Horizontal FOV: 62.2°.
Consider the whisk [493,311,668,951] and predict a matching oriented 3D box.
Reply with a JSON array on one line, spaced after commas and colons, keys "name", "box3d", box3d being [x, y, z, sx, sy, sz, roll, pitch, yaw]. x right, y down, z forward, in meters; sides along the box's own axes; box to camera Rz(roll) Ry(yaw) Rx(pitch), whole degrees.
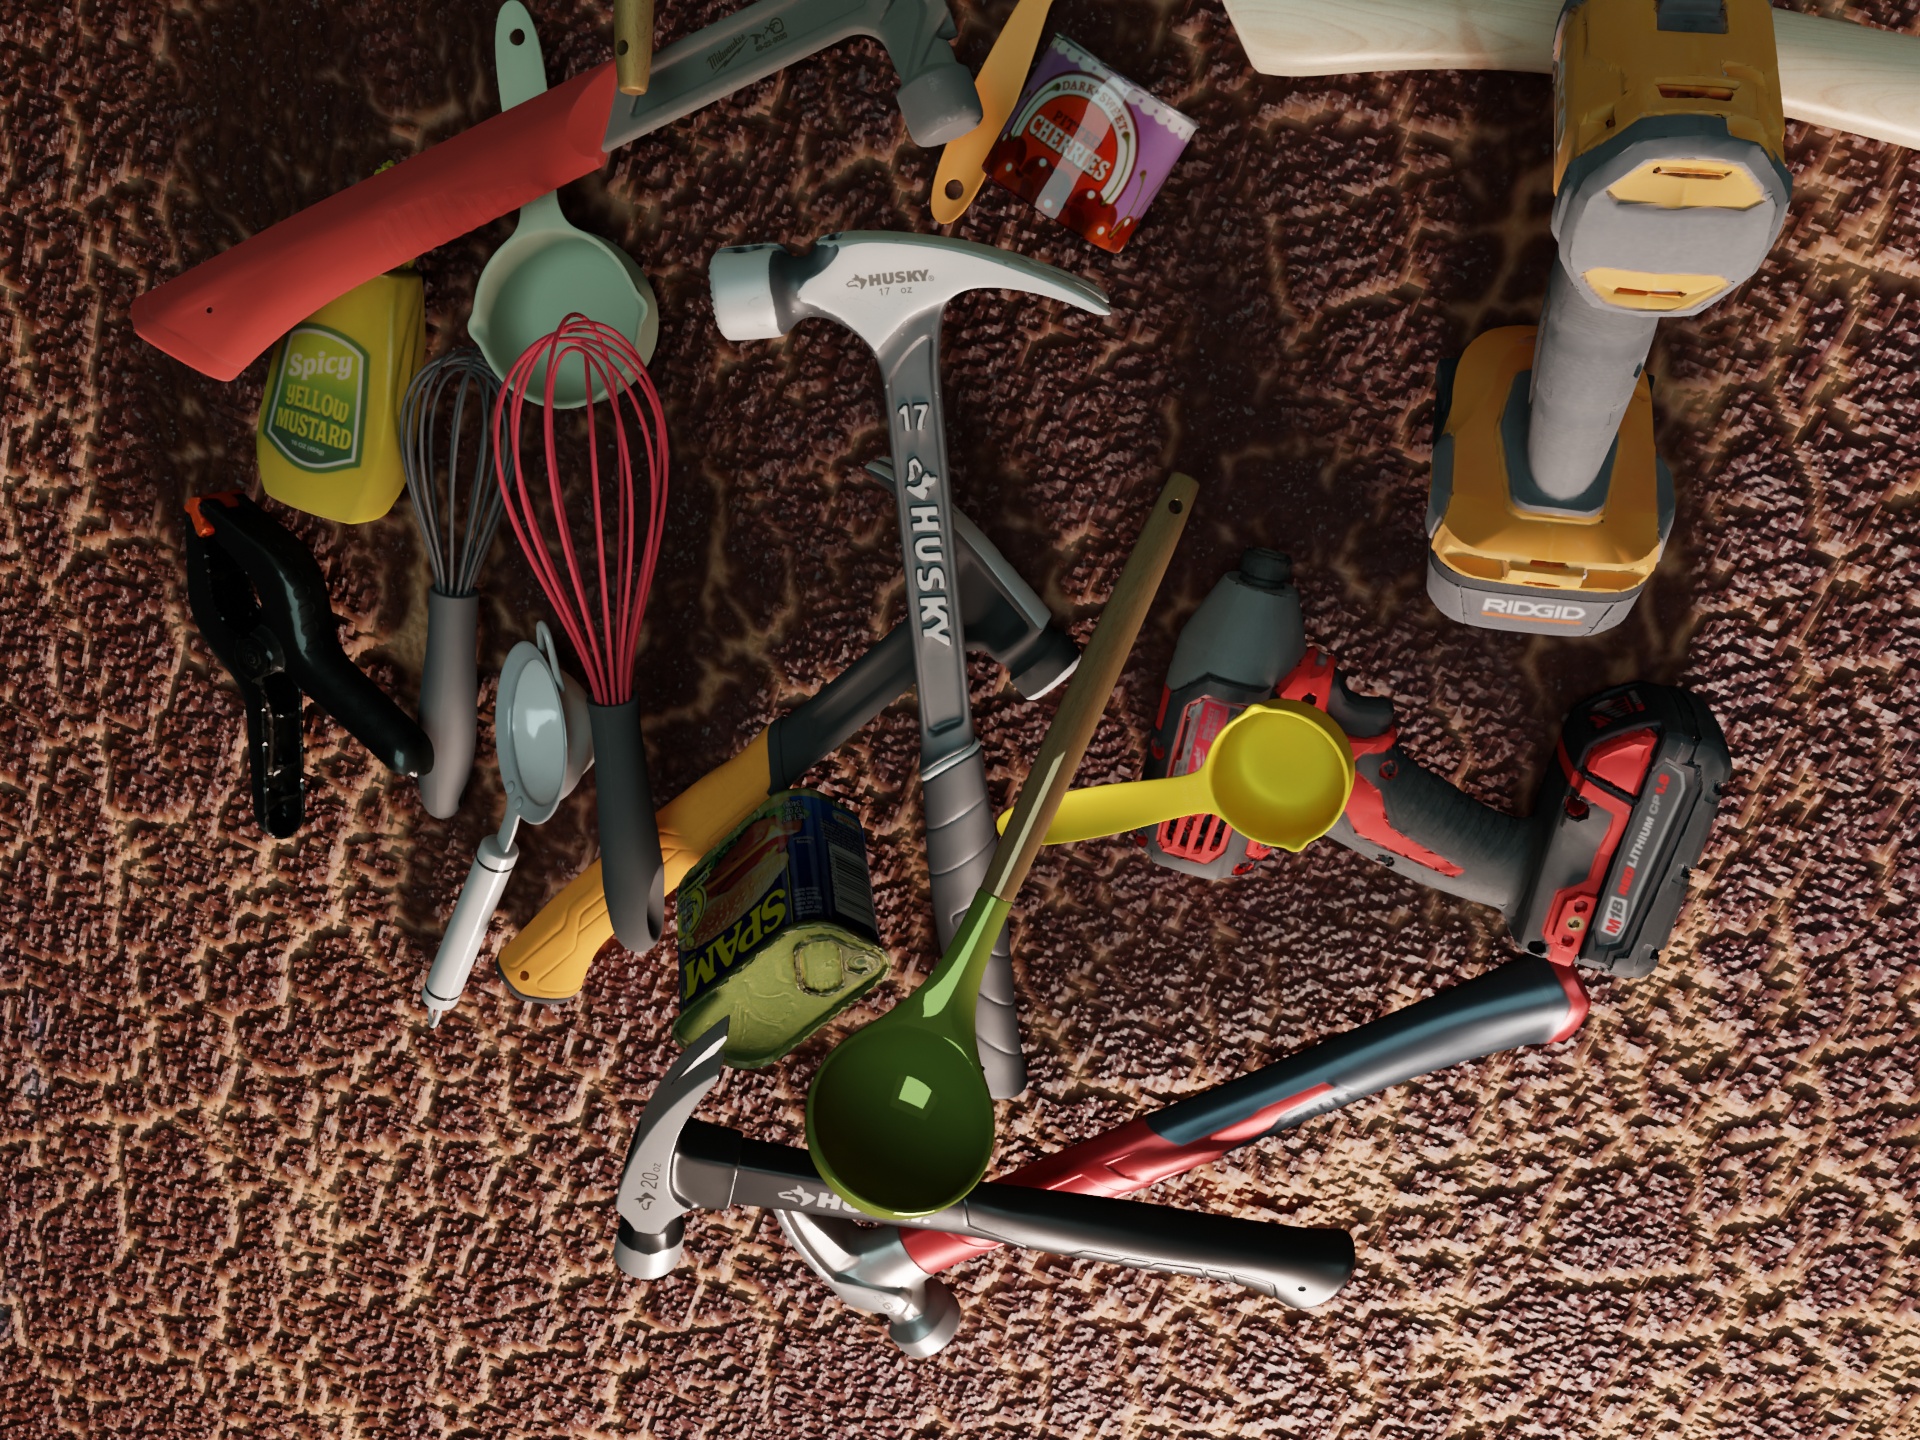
[{"name": "whisk", "box3d": [-0.154, -0.028, 0.694, 0.073, 0.073, 0.295, 3, 114, 11]}]

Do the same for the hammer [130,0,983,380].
[{"name": "hammer", "box3d": [-0.179, -0.241, 0.647, 0.359, 0.037, 0.149, -22, 95, 8]}]

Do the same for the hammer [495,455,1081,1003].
[{"name": "hammer", "box3d": [-0.108, 0.025, 0.751, 0.337, 0.034, 0.127, -39, 97, 20]}]

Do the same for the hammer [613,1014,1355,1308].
[{"name": "hammer", "box3d": [0.016, 0.218, 0.719, 0.334, 0.035, 0.146, 11, 124, -6]}]

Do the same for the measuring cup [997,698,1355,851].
[{"name": "measuring cup", "box3d": [0.087, 0.028, 0.656, 0.156, 0.029, 0.062, -13, 101, 30]}]

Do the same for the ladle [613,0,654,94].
[{"name": "ladle", "box3d": [-0.120, -0.398, 0.594, 0.069, 0.031, 0.315, 6, 97, 31]}]

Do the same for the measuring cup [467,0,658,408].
[{"name": "measuring cup", "box3d": [-0.175, -0.220, 0.689, 0.083, 0.038, 0.167, -4, 100, 11]}]

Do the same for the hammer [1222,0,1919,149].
[{"name": "hammer", "box3d": [0.302, -0.249, 0.580, 0.410, 0.038, 0.146, 14, 108, 7]}]

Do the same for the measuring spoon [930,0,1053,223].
[{"name": "measuring spoon", "box3d": [0.016, -0.259, 0.651, 0.021, 0.011, 0.117, 28, 114, 2]}]

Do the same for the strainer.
[{"name": "strainer", "box3d": [-0.224, 0.058, 0.782, 0.087, 0.050, 0.258, 52, 125, 38]}]

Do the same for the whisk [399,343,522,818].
[{"name": "whisk", "box3d": [-0.237, -0.058, 0.745, 0.055, 0.055, 0.238, 14, 114, 7]}]

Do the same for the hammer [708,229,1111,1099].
[{"name": "hammer", "box3d": [-0.001, -0.002, 0.684, 0.149, 0.036, 0.408, -4, 117, 5]}]

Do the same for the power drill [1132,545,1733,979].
[{"name": "power drill", "box3d": [0.191, 0.015, 0.667, 0.220, 0.078, 0.143, 15, 110, 10]}]

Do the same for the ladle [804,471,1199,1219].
[{"name": "ladle", "box3d": [0.027, 0.047, 0.636, 0.078, 0.062, 0.320, 24, 91, -6]}]

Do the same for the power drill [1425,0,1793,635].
[{"name": "power drill", "box3d": [0.218, -0.161, 0.547, 0.084, 0.185, 0.226, 7, 147, 10]}]

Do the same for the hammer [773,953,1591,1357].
[{"name": "hammer", "box3d": [0.098, 0.184, 0.742, 0.386, 0.038, 0.143, -28, 117, 16]}]
